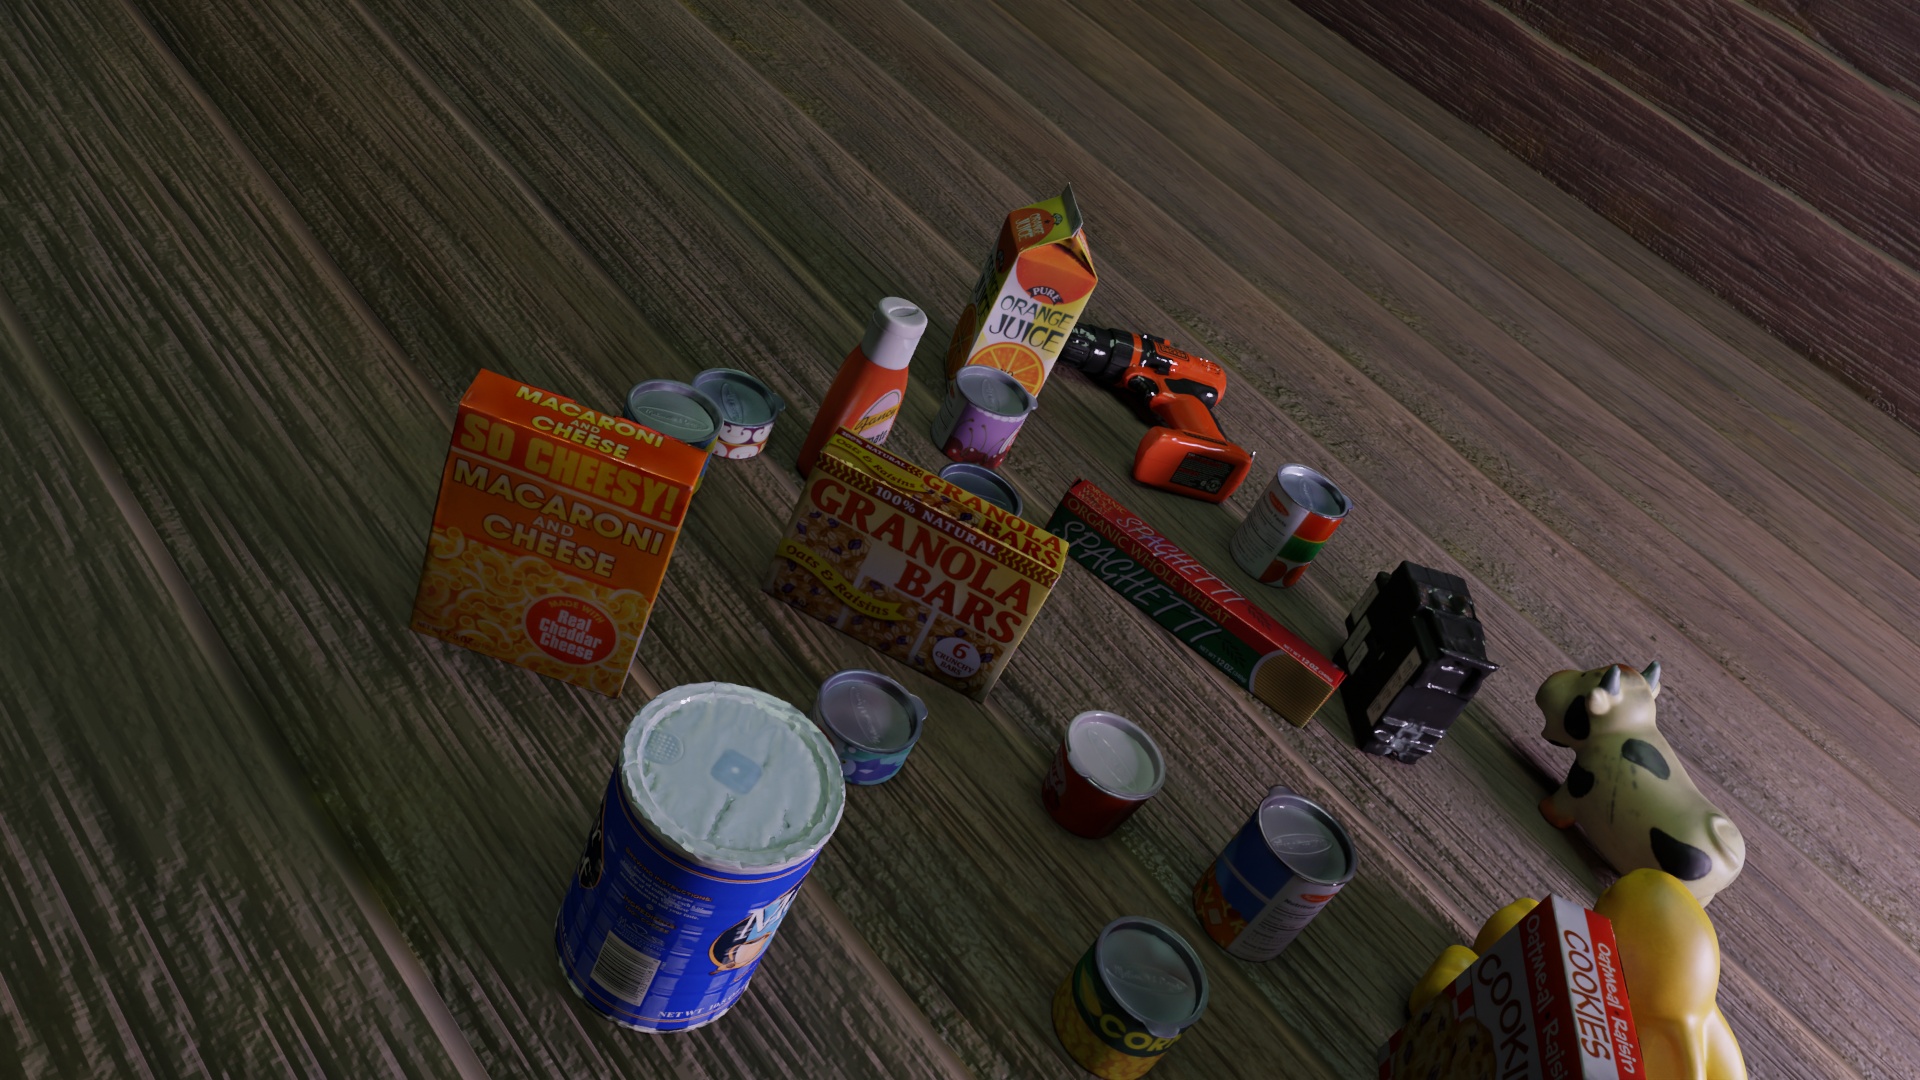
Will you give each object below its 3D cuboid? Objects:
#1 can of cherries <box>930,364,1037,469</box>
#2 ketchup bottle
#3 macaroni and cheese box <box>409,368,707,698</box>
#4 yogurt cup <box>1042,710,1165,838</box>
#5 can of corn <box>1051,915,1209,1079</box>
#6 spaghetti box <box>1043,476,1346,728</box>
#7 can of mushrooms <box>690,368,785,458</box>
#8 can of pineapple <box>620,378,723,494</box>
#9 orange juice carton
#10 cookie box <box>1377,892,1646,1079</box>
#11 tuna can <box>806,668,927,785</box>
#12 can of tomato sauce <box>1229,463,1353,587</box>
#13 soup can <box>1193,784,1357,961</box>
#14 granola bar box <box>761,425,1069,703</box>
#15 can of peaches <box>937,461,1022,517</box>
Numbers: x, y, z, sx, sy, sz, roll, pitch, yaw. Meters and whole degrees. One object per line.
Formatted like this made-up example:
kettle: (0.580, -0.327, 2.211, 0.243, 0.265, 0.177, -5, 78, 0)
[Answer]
can of cherries: (0.019, -0.098, 1.122, 0.071, 0.058, 0.072, 18, 37, -14)
ketchup bottle: (-0.068, -0.105, 0.998, 0.043, 0.148, 0.065, 45, 39, 22)
macaroni and cheese box: (-0.221, 0.000, 0.755, 0.124, 0.165, 0.040, 20, 36, -10)
yogurt cup: (0.086, 0.148, 0.866, 0.072, 0.053, 0.073, 18, 37, -14)
can of corn: (0.090, 0.248, 0.743, 0.071, 0.058, 0.071, 18, 37, -14)
spaghetti box: (0.172, 0.045, 1.051, 0.250, 0.050, 0.029, 38, 37, 14)
can of mushrooms: (-0.166, -0.093, 1.017, 0.071, 0.033, 0.071, 18, 37, -14)
can of pineapple: (-0.201, -0.066, 0.942, 0.071, 0.057, 0.071, 18, 37, -14)
orange juice carton: (0.055, -0.201, 1.156, 0.073, 0.191, 0.072, 15, 38, -17)
cookie box: (0.285, 0.284, 0.730, 0.040, 0.166, 0.123, 25, 36, -4)
tuna can: (-0.057, 0.112, 0.837, 0.071, 0.032, 0.071, 18, 37, -14)
can of tomato sauce: (0.274, -0.011, 1.158, 0.071, 0.082, 0.071, 18, 37, -14)
soup can: (0.188, 0.202, 0.841, 0.071, 0.083, 0.072, 18, 37, -14)
granola bar box: (-0.030, 0.017, 0.893, 0.165, 0.123, 0.039, 27, 36, 0)
can of peaches: (0.004, -0.013, 1.007, 0.071, 0.057, 0.071, 18, 37, -14)
